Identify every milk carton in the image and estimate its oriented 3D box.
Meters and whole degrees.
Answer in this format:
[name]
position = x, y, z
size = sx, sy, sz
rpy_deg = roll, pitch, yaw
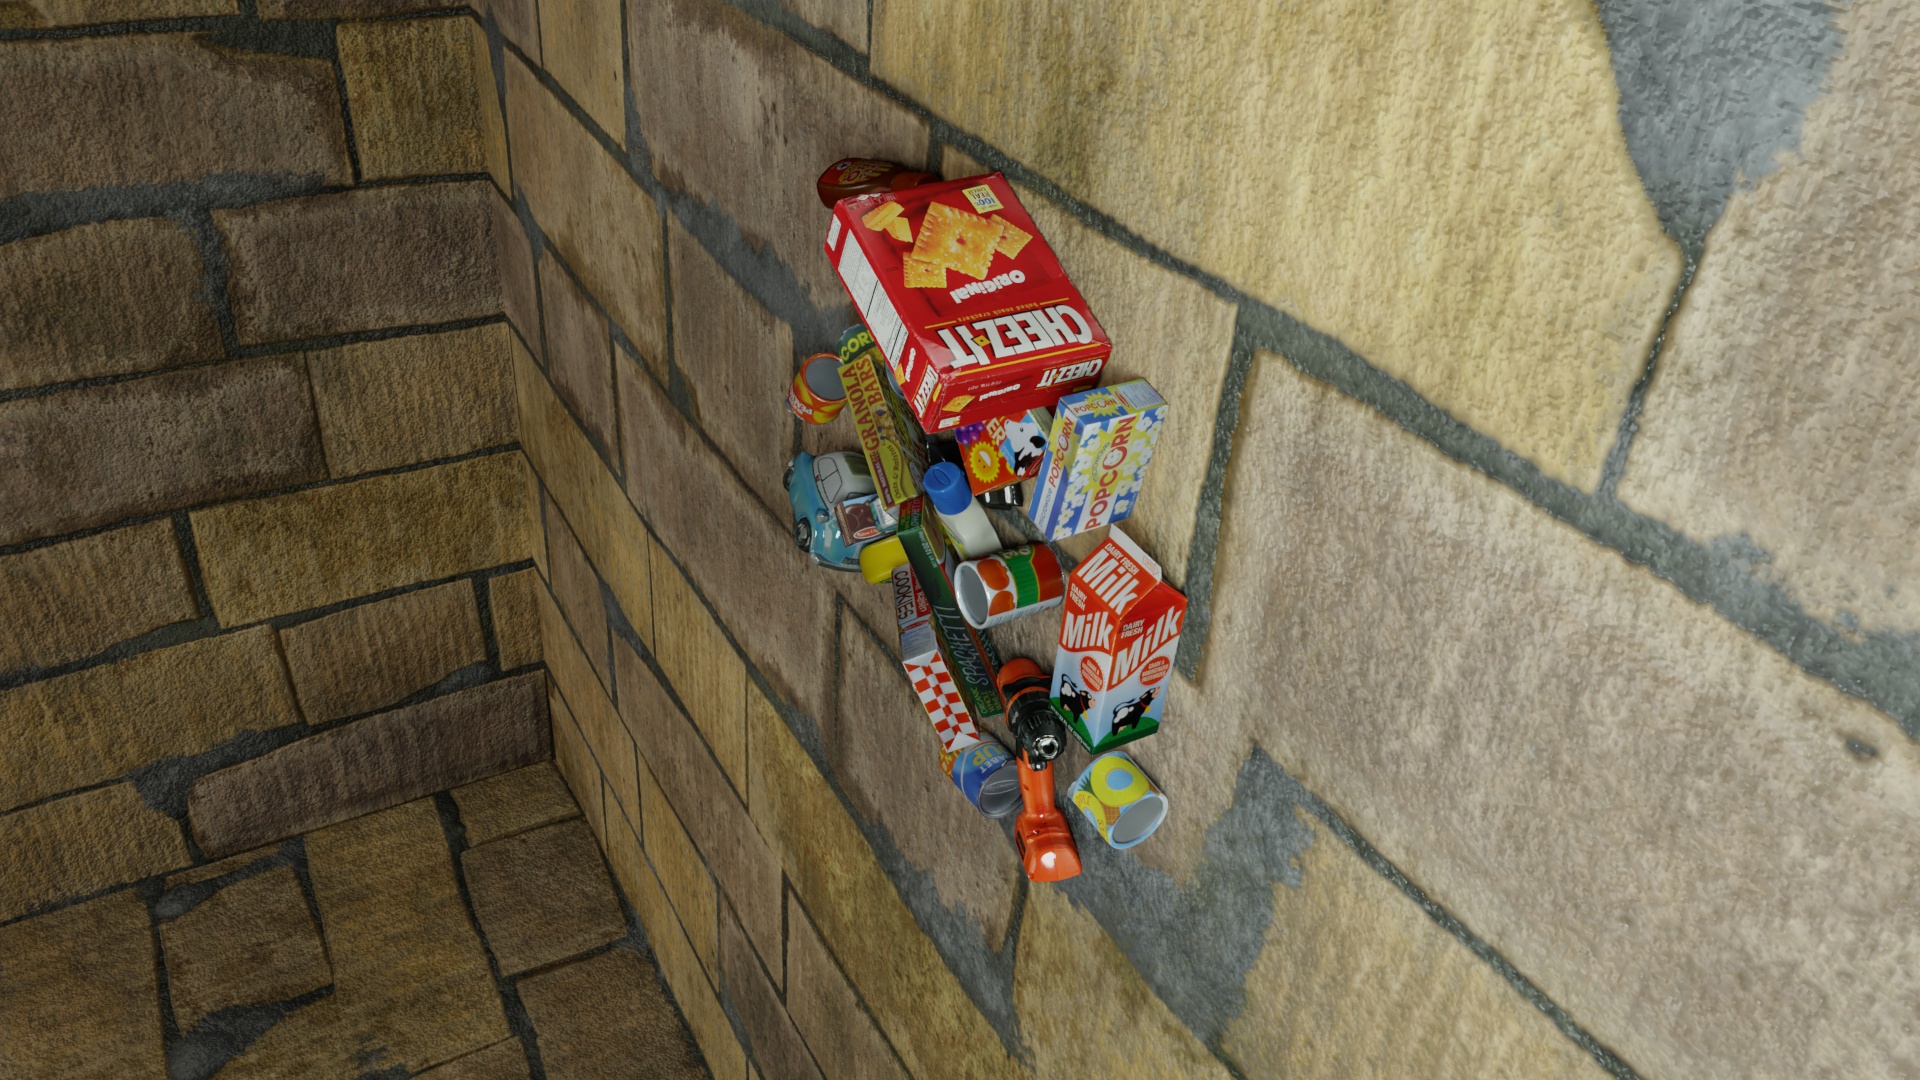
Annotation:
[milk carton]
position = 0.133, 0.081, 1.166
size = 0.072, 0.074, 0.189
rpy_deg = 46, 140, 44

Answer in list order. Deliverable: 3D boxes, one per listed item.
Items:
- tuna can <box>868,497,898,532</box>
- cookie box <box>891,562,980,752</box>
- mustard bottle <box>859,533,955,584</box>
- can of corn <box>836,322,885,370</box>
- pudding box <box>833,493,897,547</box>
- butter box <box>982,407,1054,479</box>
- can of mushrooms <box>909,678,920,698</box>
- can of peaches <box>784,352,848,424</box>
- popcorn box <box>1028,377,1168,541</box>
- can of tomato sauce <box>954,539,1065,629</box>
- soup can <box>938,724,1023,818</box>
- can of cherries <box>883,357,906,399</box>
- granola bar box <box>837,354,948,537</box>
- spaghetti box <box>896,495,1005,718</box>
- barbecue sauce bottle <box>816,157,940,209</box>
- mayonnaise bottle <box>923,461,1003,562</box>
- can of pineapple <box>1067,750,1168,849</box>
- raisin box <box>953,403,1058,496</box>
[tuna can]
position = -0.062, -0.034, 1.484
size = 0.071, 0.071, 0.033
rpy_deg = -27, 81, 62
[cookie box]
position = -0.027, 0.113, 1.400
size = 0.168, 0.040, 0.122
rpy_deg = -101, -11, -58
[mustard bottle]
position = -0.048, 0.012, 1.484
size = 0.160, 0.065, 0.049
rpy_deg = -20, 83, 55
[can of corn]
position = -0.090, -0.190, 1.453
size = 0.058, 0.071, 0.071
rpy_deg = 65, 151, 17
[pudding box]
position = -0.092, -0.026, 1.522
size = 0.030, 0.084, 0.049
rpy_deg = -27, 80, 62
[butter box]
position = 0.045, -0.109, 1.195
size = 0.104, 0.024, 0.053
rpy_deg = 58, 135, 19
[can of mushrooms]
position = -0.030, 0.147, 1.547
size = 0.071, 0.033, 0.070
rpy_deg = 35, 132, 51
[can of peaches]
position = -0.161, -0.173, 1.592
size = 0.057, 0.071, 0.071
rpy_deg = -42, 66, 59
[popcorn box]
position = 0.110, -0.064, 1.125
size = 0.038, 0.085, 0.126
rpy_deg = 52, 144, 35
[can of tomato sauce]
position = 0.045, 0.040, 1.300
size = 0.071, 0.083, 0.071
rpy_deg = 36, 133, 51
[soup can]
position = 0.026, 0.238, 1.454
size = 0.084, 0.071, 0.071
rpy_deg = 39, 135, 49
[can of cherries]
position = -0.034, -0.174, 1.369
size = 0.071, 0.058, 0.071
rpy_deg = 34, 131, 51
[granola bar box]
position = -0.062, -0.090, 1.397
size = 0.124, 0.039, 0.166
rpy_deg = 43, -155, -65
[spaghetti box]
position = -0.005, 0.070, 1.353
size = 0.050, 0.028, 0.249
rpy_deg = -86, -23, -54
[barbecue sauce bottle]
position = -0.076, -0.346, 1.363
size = 0.148, 0.065, 0.043
rpy_deg = 22, 144, 47
[mayonnaise bottle]
position = 0.005, -0.017, 1.325
size = 0.065, 0.041, 0.147
rpy_deg = 47, 170, 40
[can of pineapple]
position = 0.140, 0.231, 1.231
size = 0.058, 0.071, 0.070
rpy_deg = 47, 141, 42
[raisin box]
position = 0.050, -0.096, 1.242
size = 0.123, 0.040, 0.086
rpy_deg = -20, 86, 50
